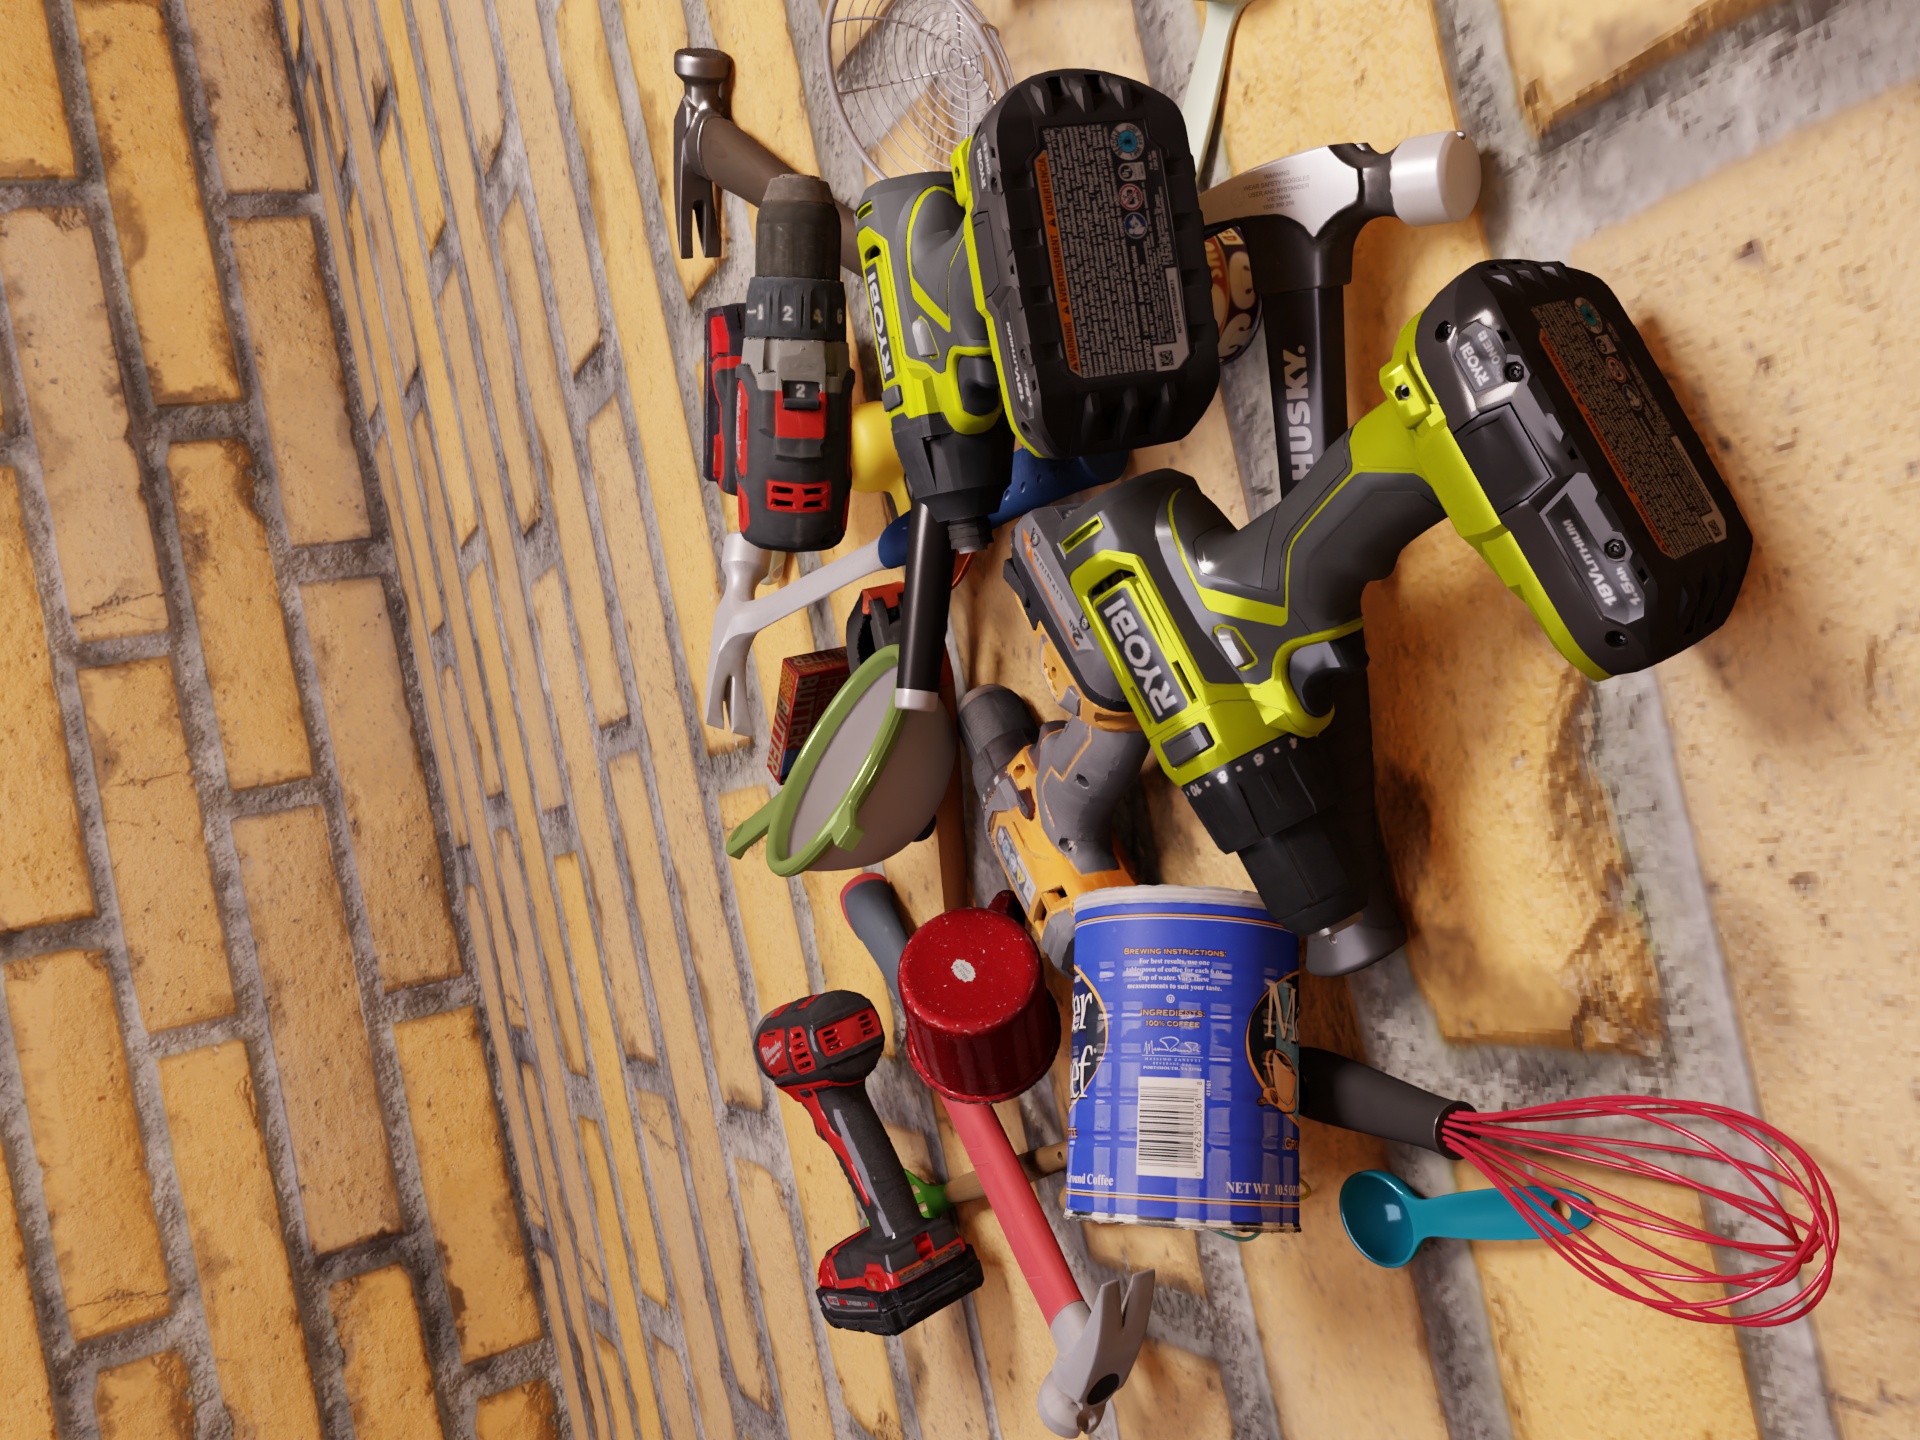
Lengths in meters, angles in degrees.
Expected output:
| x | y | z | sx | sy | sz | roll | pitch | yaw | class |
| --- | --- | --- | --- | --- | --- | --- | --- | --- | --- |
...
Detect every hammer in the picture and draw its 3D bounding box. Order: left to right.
| x | y | z | sx | sy | sz | roll | pitch | yaw | class |
| --- | --- | --- | --- | --- | --- | --- | --- | --- | --- |
| -0.095 | -0.314 | 1.013 | 0.411 | 0.038 | 0.146 | 45 | 139 | 46 | hammer |
| -0.047 | -0.092 | 0.931 | 0.405 | 0.035 | 0.144 | -18 | 61 | 53 | hammer |
| 0.007 | 0.226 | 0.976 | 0.387 | 0.038 | 0.143 | -121 | 32 | -43 | hammer |
| 0.142 | -0.053 | 0.643 | 0.146 | 0.035 | 0.334 | 6 | 109 | 43 | hammer |

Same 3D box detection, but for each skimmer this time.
| x | y | z | sx | sy | sz | roll | pitch | yaw | class |
| --- | --- | --- | --- | --- | --- | --- | --- | --- | --- |
| -0.031 | -0.188 | 0.805 | 0.127 | 0.090 | 0.363 | 4 | 89 | 50 | skimmer |

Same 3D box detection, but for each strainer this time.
| x | y | z | sx | sy | sz | roll | pitch | yaw | class |
| --- | --- | --- | --- | --- | --- | --- | --- | --- | --- |
| -0.072 | 0.053 | 0.968 | 0.256 | 0.069 | 0.152 | -36 | 29 | 55 | strainer |

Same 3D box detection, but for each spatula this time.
| x | y | z | sx | sy | sz | roll | pitch | yaw | class |
| --- | --- | --- | --- | --- | --- | --- | --- | --- | --- |
| -0.002 | -0.003 | 0.968 | 0.081 | 0.041 | 0.322 | 32 | 131 | 53 | spatula |

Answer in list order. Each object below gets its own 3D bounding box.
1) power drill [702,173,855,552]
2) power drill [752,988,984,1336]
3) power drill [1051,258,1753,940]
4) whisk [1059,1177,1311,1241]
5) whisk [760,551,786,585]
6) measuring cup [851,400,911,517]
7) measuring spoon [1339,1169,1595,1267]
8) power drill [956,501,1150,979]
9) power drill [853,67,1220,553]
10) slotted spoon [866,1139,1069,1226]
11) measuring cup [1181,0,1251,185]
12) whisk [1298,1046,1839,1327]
| x | y | z | sx | sy | sz | roll | pitch | yaw | class |
| --- | --- | --- | --- | --- | --- | --- | --- | --- | --- |
| -0.100 | -0.200 | 0.892 | 0.227 | 0.080 | 0.188 | -130 | 41 | -73 | power drill |
| -0.077 | 0.294 | 1.081 | 0.143 | 0.078 | 0.220 | -27 | 83 | 56 | power drill |
| 0.148 | -0.034 | 0.566 | 0.228 | 0.080 | 0.190 | -34 | 80 | 49 | power drill |
| 0.110 | 0.249 | 0.836 | 0.245 | 0.047 | 0.051 | 136 | 131 | -63 | whisk |
| -0.126 | -0.188 | 1.106 | 0.059 | 0.058 | 0.246 | 31 | 138 | 16 | whisk |
| -0.045 | -0.126 | 0.993 | 0.062 | 0.029 | 0.157 | -39 | 66 | 59 | measuring cup |
| 0.211 | 0.203 | 0.659 | 0.128 | 0.021 | 0.042 | -27 | 76 | 52 | measuring spoon |
| 0.055 | -0.005 | 0.803 | 0.226 | 0.084 | 0.186 | 101 | 153 | -44 | power drill |
| 0.019 | -0.161 | 0.665 | 0.223 | 0.080 | 0.171 | -174 | 73 | -71 | power drill |
| 0.008 | 0.313 | 1.060 | 0.313 | 0.031 | 0.070 | -44 | 62 | 56 | slotted spoon |
| 0.094 | -0.292 | 0.663 | 0.083 | 0.038 | 0.167 | 46 | 136 | 46 | measuring cup |
| 0.204 | 0.163 | 0.612 | 0.296 | 0.073 | 0.073 | 177 | 83 | -68 | whisk |
